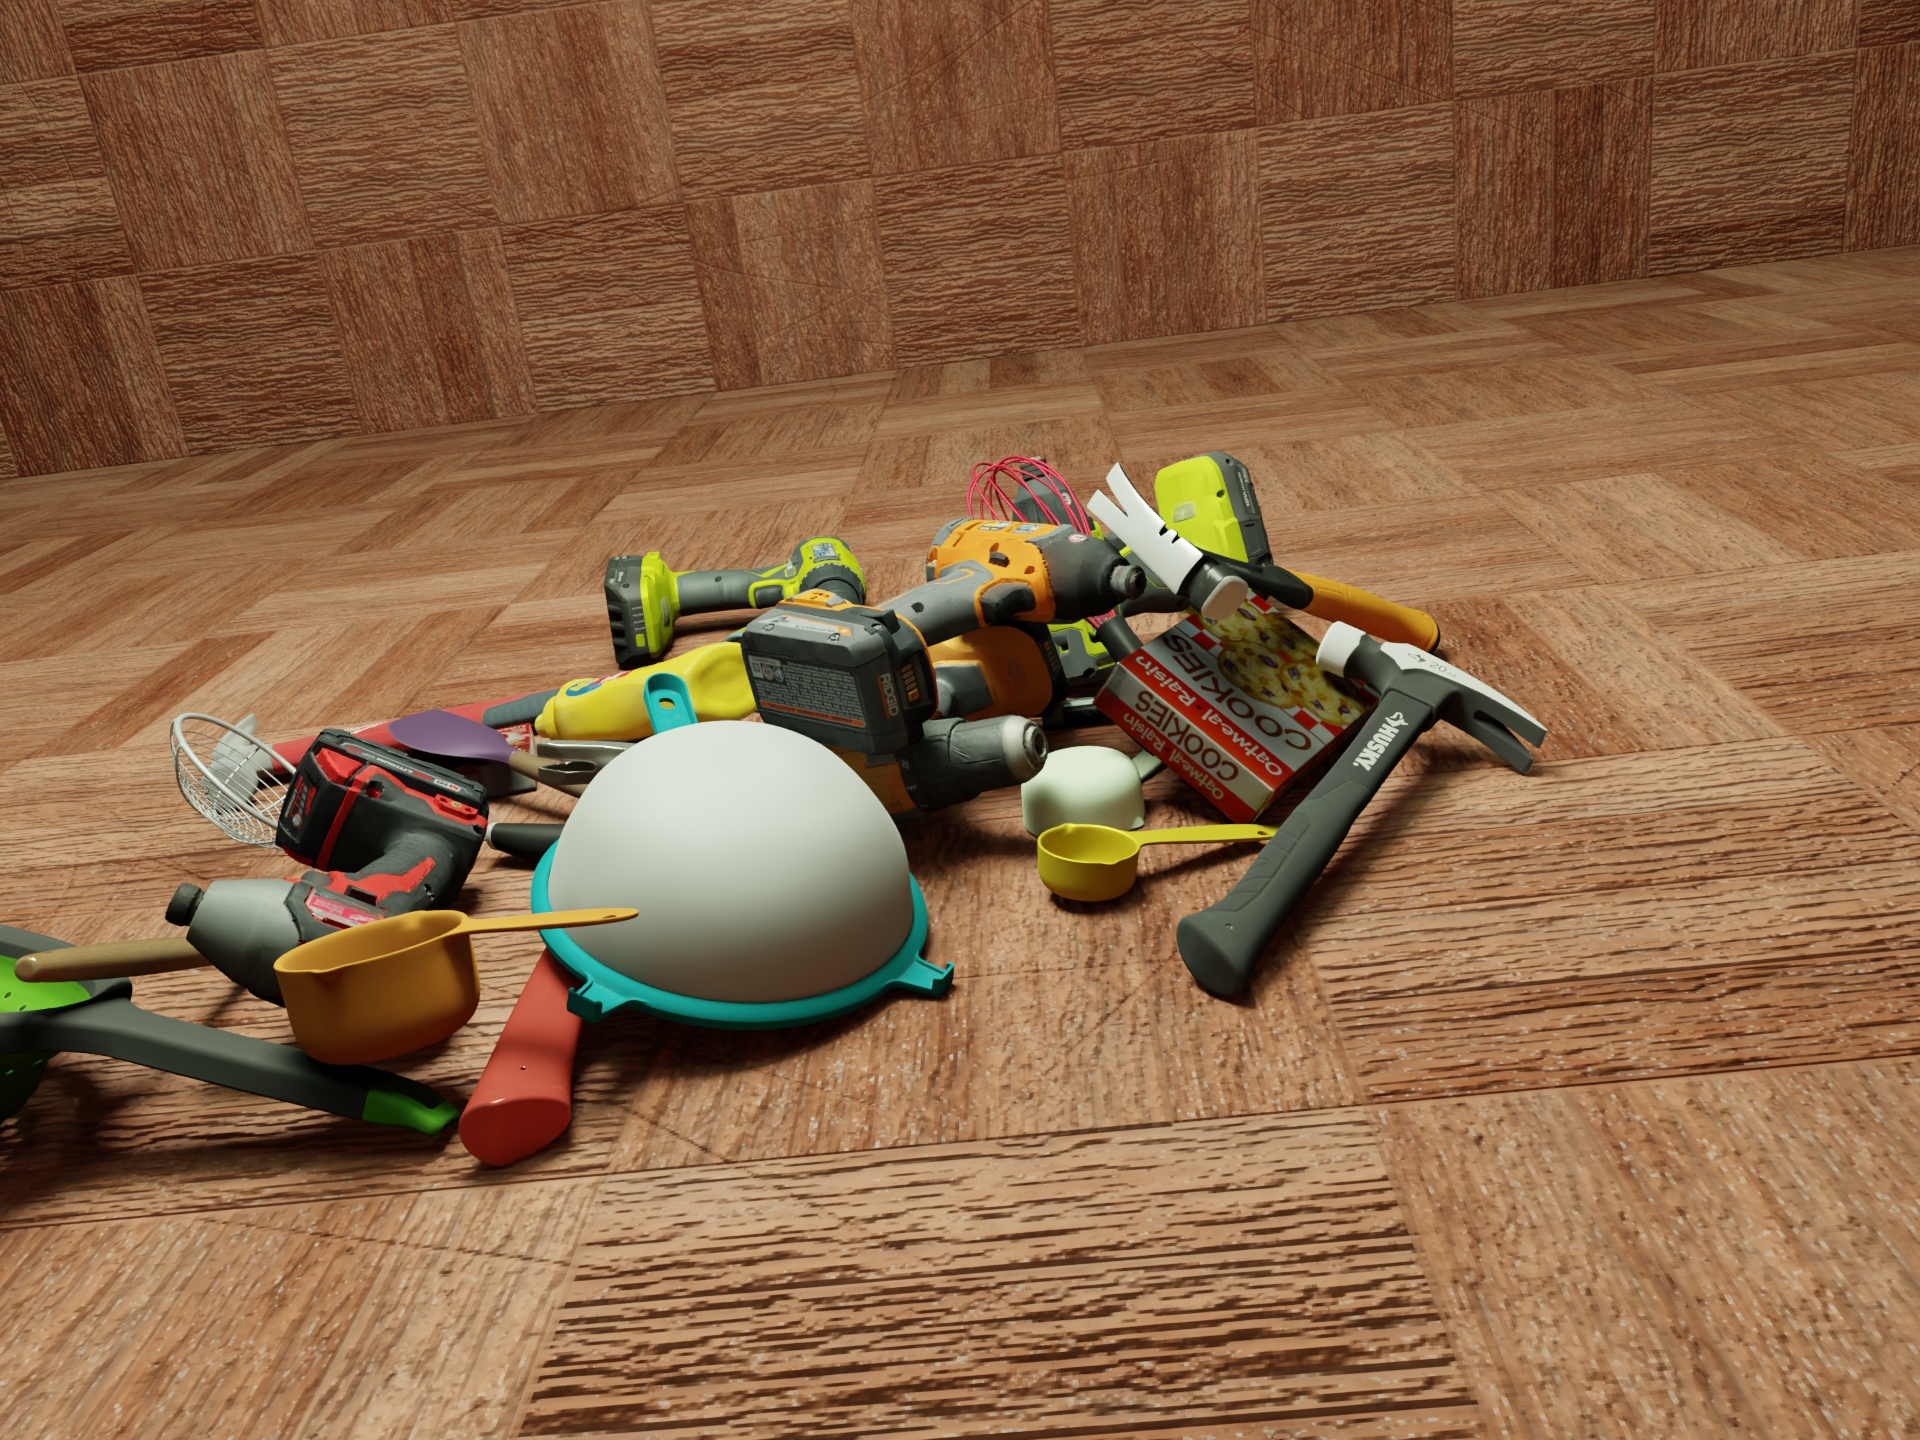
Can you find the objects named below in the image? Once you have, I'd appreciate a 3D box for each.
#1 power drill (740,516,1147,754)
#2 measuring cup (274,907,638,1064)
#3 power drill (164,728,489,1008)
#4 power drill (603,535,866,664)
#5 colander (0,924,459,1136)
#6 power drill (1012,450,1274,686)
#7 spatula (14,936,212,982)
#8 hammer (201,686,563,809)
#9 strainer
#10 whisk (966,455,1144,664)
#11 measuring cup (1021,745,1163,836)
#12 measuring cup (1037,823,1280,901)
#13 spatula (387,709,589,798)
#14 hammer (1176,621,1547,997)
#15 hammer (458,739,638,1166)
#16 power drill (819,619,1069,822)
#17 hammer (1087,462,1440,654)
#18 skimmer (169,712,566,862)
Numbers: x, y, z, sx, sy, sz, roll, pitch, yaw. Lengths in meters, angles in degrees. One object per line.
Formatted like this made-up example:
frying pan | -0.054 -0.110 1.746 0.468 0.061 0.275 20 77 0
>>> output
power drill | -0.002 -0.062 0.977 0.164 0.084 0.226 10 32 43
measuring cup | -0.231 0.122 0.746 0.173 0.052 0.095 -7 8 7
power drill | -0.343 0.089 0.886 0.143 0.078 0.220 23 15 -17
power drill | -0.197 -0.108 1.422 0.228 0.080 0.191 -7 20 -7
colander | -0.438 0.175 0.754 0.397 0.094 0.204 13 0 4
power drill | 0.138 -0.134 1.242 0.223 0.171 0.080 -19 5 -38
spatula | -0.415 0.115 0.863 0.082 0.044 0.317 -5 -5 0
hammer | -0.389 -0.005 1.270 0.386 0.038 0.143 -11 19 -10
strainer | -0.135 0.029 0.887 0.211 0.095 0.341 -1 30 -21
whisk | 0.092 -0.078 1.083 0.073 0.073 0.296 -18 59 -27
measuring cup | 0.101 0.025 1.015 0.083 0.038 0.167 8 28 36
measuring cup | 0.117 0.079 0.906 0.156 0.029 0.062 -2 18 -21
spatula | -0.291 0.034 1.092 0.316 0.018 0.060 16 26 35
hammer | 0.214 0.049 0.885 0.146 0.035 0.335 27 40 21
hammer | -0.207 0.105 0.868 0.149 0.036 0.359 4 26 2
power drill | -0.002 -0.003 1.036 0.185 0.084 0.226 -12 19 30
hammer | 0.225 -0.089 1.066 0.336 0.034 0.127 10 32 -46
skimmer | -0.357 0.045 1.052 0.363 0.090 0.127 2 -13 16
